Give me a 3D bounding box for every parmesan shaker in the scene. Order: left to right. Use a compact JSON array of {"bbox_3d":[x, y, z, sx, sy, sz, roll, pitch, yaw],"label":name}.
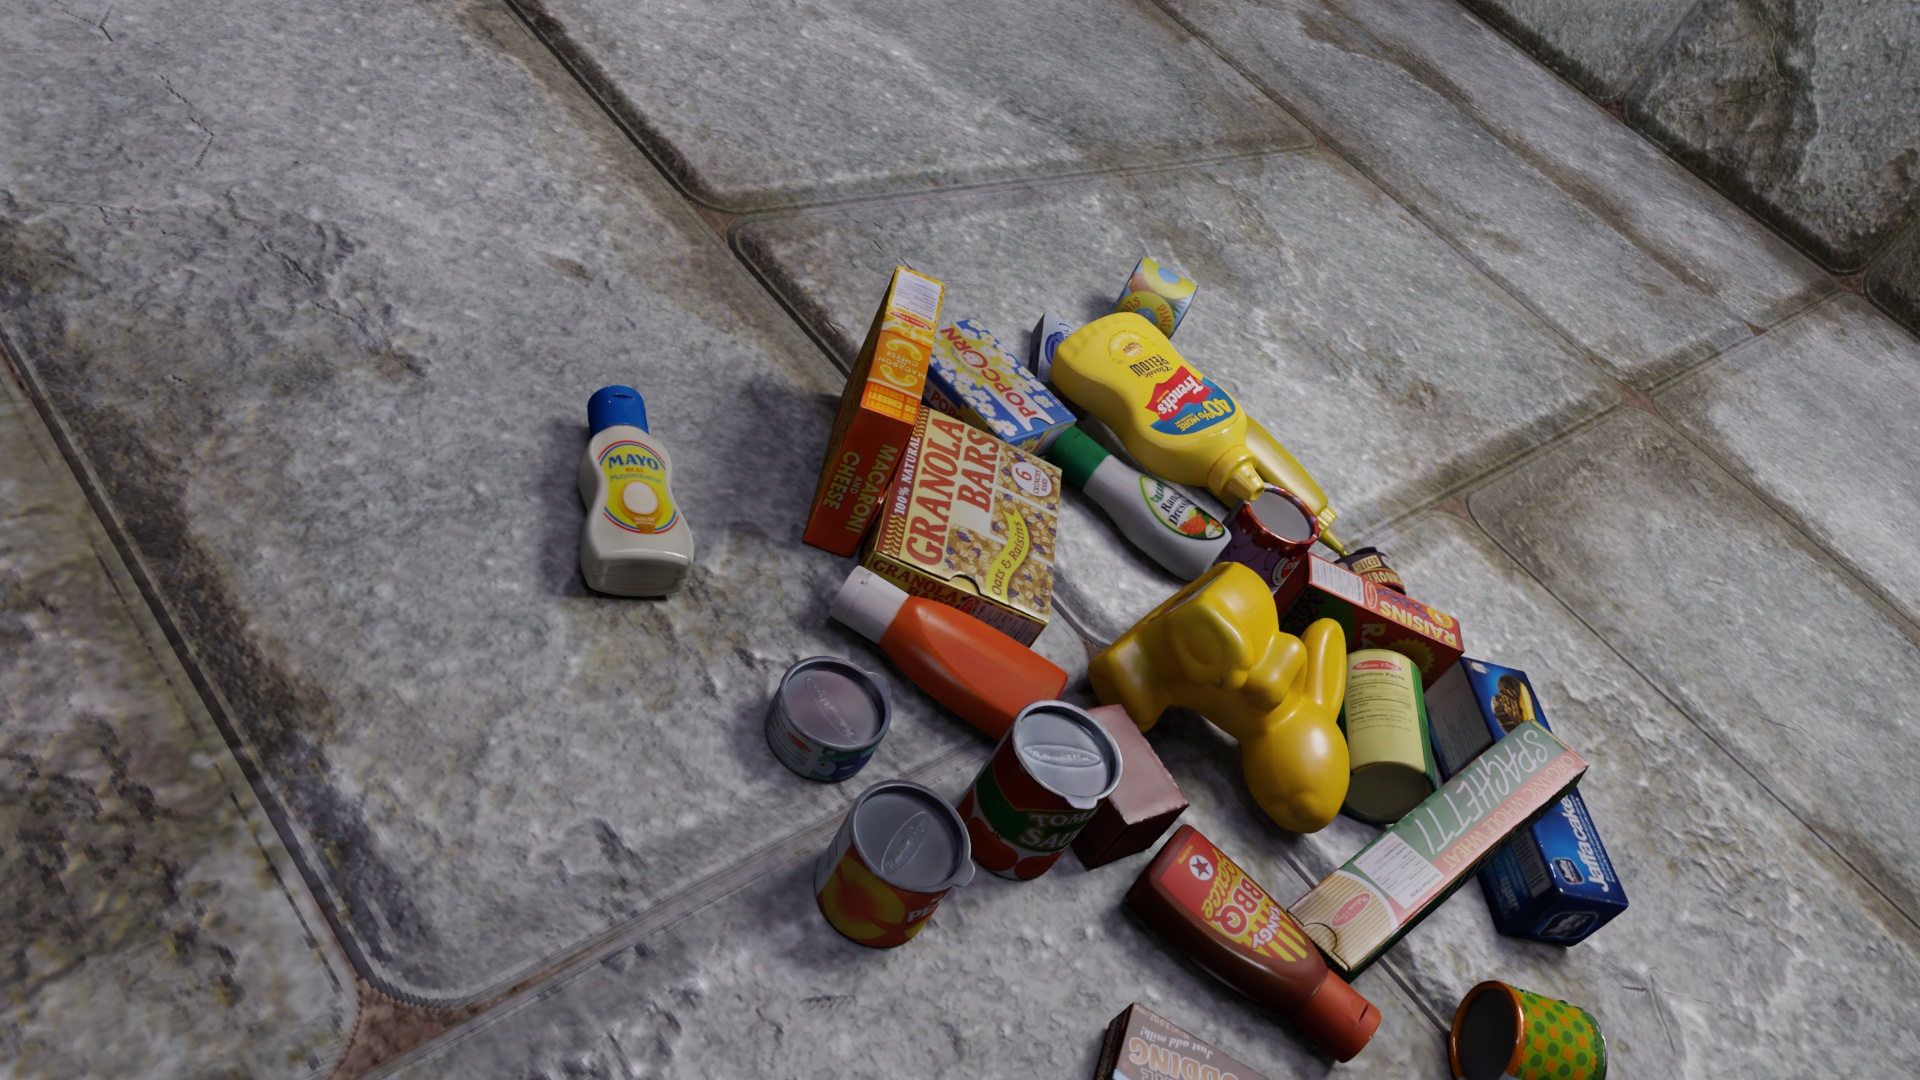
[{"bbox_3d":[0.282,0.133,0.945,0.071,0.071,0.103,23,40,-8],"label":"parmesan shaker"}]

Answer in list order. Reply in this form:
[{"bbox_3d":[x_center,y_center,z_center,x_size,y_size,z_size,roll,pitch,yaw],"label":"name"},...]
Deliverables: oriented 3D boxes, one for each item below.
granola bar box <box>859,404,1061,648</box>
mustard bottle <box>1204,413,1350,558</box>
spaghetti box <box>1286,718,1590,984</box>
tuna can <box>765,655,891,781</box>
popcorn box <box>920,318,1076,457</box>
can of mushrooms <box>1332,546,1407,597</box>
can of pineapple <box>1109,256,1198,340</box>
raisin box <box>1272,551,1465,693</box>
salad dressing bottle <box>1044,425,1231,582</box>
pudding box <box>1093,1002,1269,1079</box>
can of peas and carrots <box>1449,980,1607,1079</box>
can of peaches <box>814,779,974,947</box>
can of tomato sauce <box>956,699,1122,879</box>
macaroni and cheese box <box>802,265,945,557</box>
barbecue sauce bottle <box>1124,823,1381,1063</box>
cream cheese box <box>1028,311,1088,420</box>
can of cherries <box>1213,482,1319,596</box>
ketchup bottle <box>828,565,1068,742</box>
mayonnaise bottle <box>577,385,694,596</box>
[{"bbox_3d":[0.003,-0.012,0.947,0.124,0.038,0.166,23,40,-12],"label":"granola bar box"},{"bbox_3d":[0.251,-0.038,1.114,0.160,0.065,0.049,43,49,8],"label":"mustard bottle"},{"bbox_3d":[0.300,0.190,0.867,0.251,0.028,0.050,-27,52,-29],"label":"spaghetti box"},{"bbox_3d":[-0.074,0.100,0.789,0.071,0.032,0.071,17,41,-15],"label":"tuna can"},{"bbox_3d":[0.015,-0.114,1.069,0.085,0.038,0.127,-20,59,-44],"label":"popcorn box"},{"bbox_3d":[0.302,0.039,1.053,0.071,0.070,0.033,6,46,-26],"label":"can of mushrooms"},{"bbox_3d":[0.172,-0.212,1.248,0.058,0.070,0.071,29,39,-1],"label":"can of pineapple"},{"bbox_3d":[0.281,0.071,0.994,0.123,0.085,0.040,24,38,-7],"label":"raisin box"},{"bbox_3d":[0.131,-0.029,1.044,0.148,0.043,0.064,37,37,10],"label":"salad dressing bottle"},{"bbox_3d":[0.112,0.281,0.710,0.084,0.030,0.050,30,40,1],"label":"pudding box"},{"bbox_3d":[0.325,0.291,0.799,0.059,0.070,0.071,20,40,-10],"label":"can of peas and carrots"},{"bbox_3d":[-0.034,0.169,0.720,0.071,0.057,0.071,17,40,-15],"label":"can of peaches"},{"bbox_3d":[0.043,0.142,0.776,0.071,0.082,0.071,17,41,-15],"label":"can of tomato sauce"},{"bbox_3d":[-0.056,-0.088,0.931,0.040,0.123,0.167,20,40,-10],"label":"macaroni and cheese box"},{"bbox_3d":[0.167,0.231,0.787,0.149,0.043,0.065,40,41,12],"label":"barbecue sauce bottle"},{"bbox_3d":[0.085,-0.145,1.156,0.053,0.024,0.104,22,40,-11],"label":"cream cheese box"},{"bbox_3d":[0.234,0.000,1.063,0.071,0.058,0.072,17,40,-15],"label":"can of cherries"},{"bbox_3d":[-0.009,0.068,0.855,0.149,0.043,0.065,32,39,3],"label":"ketchup bottle"},{"bbox_3d":[-0.203,-0.033,0.848,0.065,0.041,0.149,3,46,-26],"label":"mayonnaise bottle"}]
